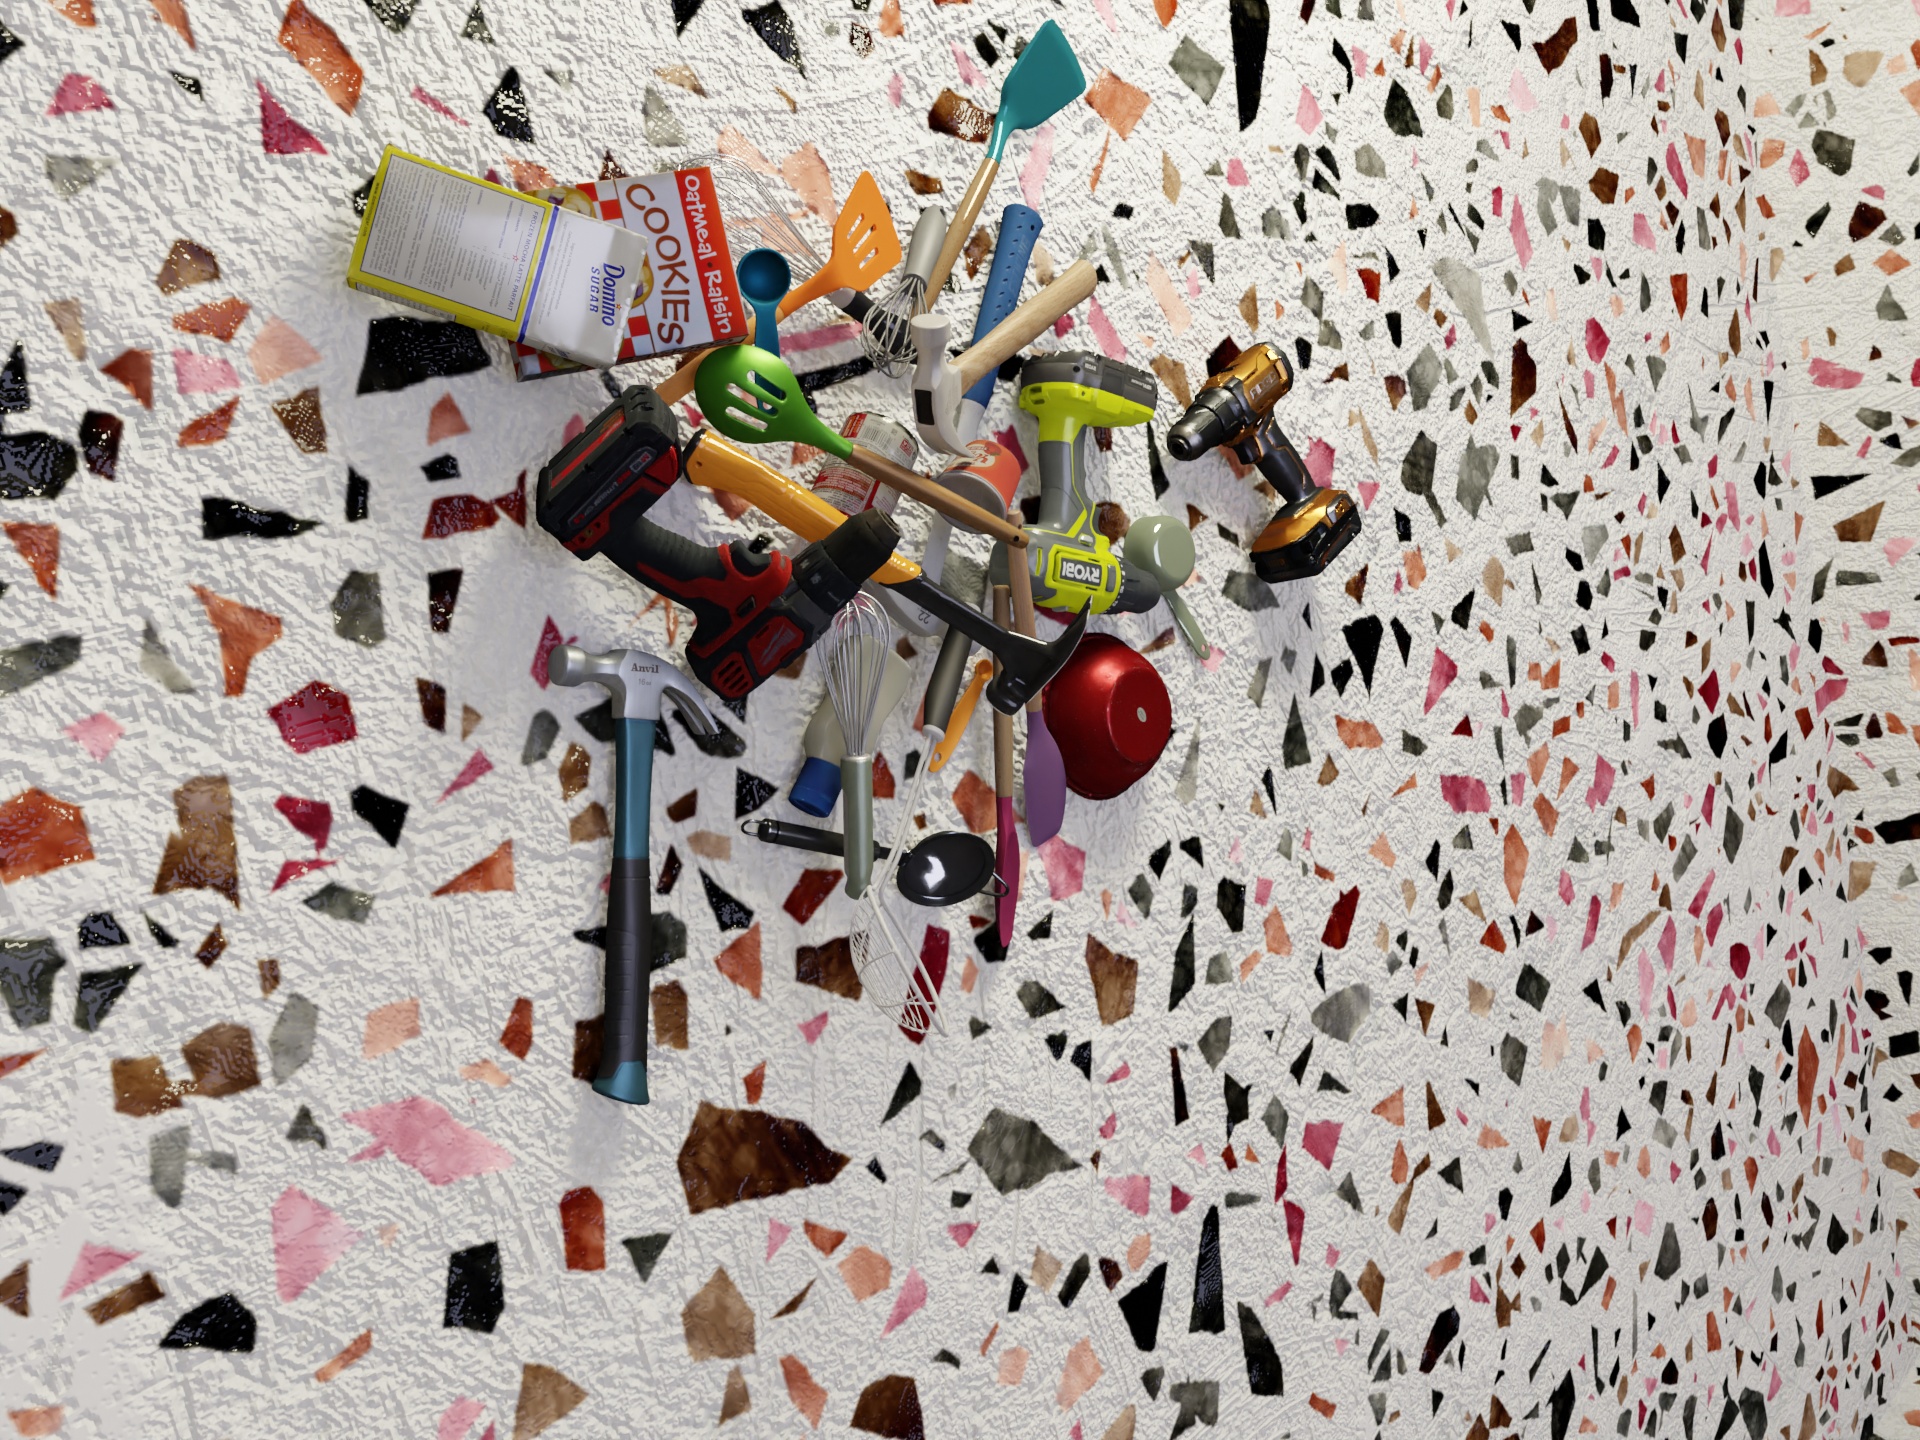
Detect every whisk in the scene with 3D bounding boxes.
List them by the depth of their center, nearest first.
[{"bbox_3d":[-0.083,0.021,1.243,0.059,0.058,0.246,-2,100,-7],"label":"whisk"},{"bbox_3d":[-0.120,-0.360,1.272,0.284,0.070,0.070,29,70,-43],"label":"whisk"},{"bbox_3d":[-0.041,-0.360,1.305,0.055,0.055,0.239,46,37,-31],"label":"whisk"}]

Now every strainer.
[{"bbox_3d":[-0.068,0.106,1.311,0.258,0.050,0.087,15,122,-35],"label":"strainer"}]

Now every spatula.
[{"bbox_3d":[-0.161,-0.298,1.208,0.322,0.041,0.080,-41,133,-17],"label":"spatula"},{"bbox_3d":[0.026,-0.476,1.409,0.082,0.044,0.318,46,60,-49],"label":"spatula"},{"bbox_3d":[0.064,-0.034,1.409,0.060,0.018,0.315,-30,122,-41],"label":"spatula"}]

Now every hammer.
[{"bbox_3d":[-0.242,0.114,1.159,0.128,0.033,0.331,4,87,-41],"label":"hammer"},{"bbox_3d":[-0.062,-0.128,1.230,0.336,0.127,0.034,31,40,-13],"label":"hammer"},{"bbox_3d":[0.043,-0.324,1.349,0.331,0.031,0.130,-49,146,-48],"label":"hammer"},{"bbox_3d":[0.005,-0.269,1.390,0.144,0.035,0.406,25,72,-39],"label":"hammer"}]

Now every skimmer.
[{"bbox_3d":[-0.010,0.068,1.264,0.127,0.090,0.363,62,39,-58],"label":"skimmer"}]

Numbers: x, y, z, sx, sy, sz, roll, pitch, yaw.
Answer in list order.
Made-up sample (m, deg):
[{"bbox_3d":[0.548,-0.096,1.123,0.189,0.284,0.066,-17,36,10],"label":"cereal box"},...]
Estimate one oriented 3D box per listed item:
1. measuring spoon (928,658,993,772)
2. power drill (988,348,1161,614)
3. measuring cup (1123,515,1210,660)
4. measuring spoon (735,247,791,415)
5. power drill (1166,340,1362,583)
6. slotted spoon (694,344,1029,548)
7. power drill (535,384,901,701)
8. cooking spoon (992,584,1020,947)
[{"bbox_3d":[-0.002,-0.004,1.395,0.021,0.011,0.117,42,66,-34],"label":"measuring spoon"},{"bbox_3d":[0.120,-0.210,1.465,0.190,0.080,0.228,7,87,-41],"label":"power drill"},{"bbox_3d":[0.221,-0.129,1.576,0.083,0.038,0.167,-47,116,-32],"label":"measuring cup"},{"bbox_3d":[-0.148,-0.287,1.188,0.042,0.021,0.128,-9,114,-23],"label":"measuring spoon"},{"bbox_3d":[0.308,-0.252,1.634,0.185,0.084,0.226,-42,111,-34],"label":"power drill"},{"bbox_3d":[-0.066,-0.200,1.236,0.313,0.031,0.070,23,105,-33],"label":"slotted spoon"},{"bbox_3d":[-0.171,-0.136,1.147,0.188,0.080,0.226,-40,122,11],"label":"power drill"},{"bbox_3d":[0.038,0.041,1.397,0.069,0.017,0.319,-21,111,-73],"label":"cooking spoon"}]
